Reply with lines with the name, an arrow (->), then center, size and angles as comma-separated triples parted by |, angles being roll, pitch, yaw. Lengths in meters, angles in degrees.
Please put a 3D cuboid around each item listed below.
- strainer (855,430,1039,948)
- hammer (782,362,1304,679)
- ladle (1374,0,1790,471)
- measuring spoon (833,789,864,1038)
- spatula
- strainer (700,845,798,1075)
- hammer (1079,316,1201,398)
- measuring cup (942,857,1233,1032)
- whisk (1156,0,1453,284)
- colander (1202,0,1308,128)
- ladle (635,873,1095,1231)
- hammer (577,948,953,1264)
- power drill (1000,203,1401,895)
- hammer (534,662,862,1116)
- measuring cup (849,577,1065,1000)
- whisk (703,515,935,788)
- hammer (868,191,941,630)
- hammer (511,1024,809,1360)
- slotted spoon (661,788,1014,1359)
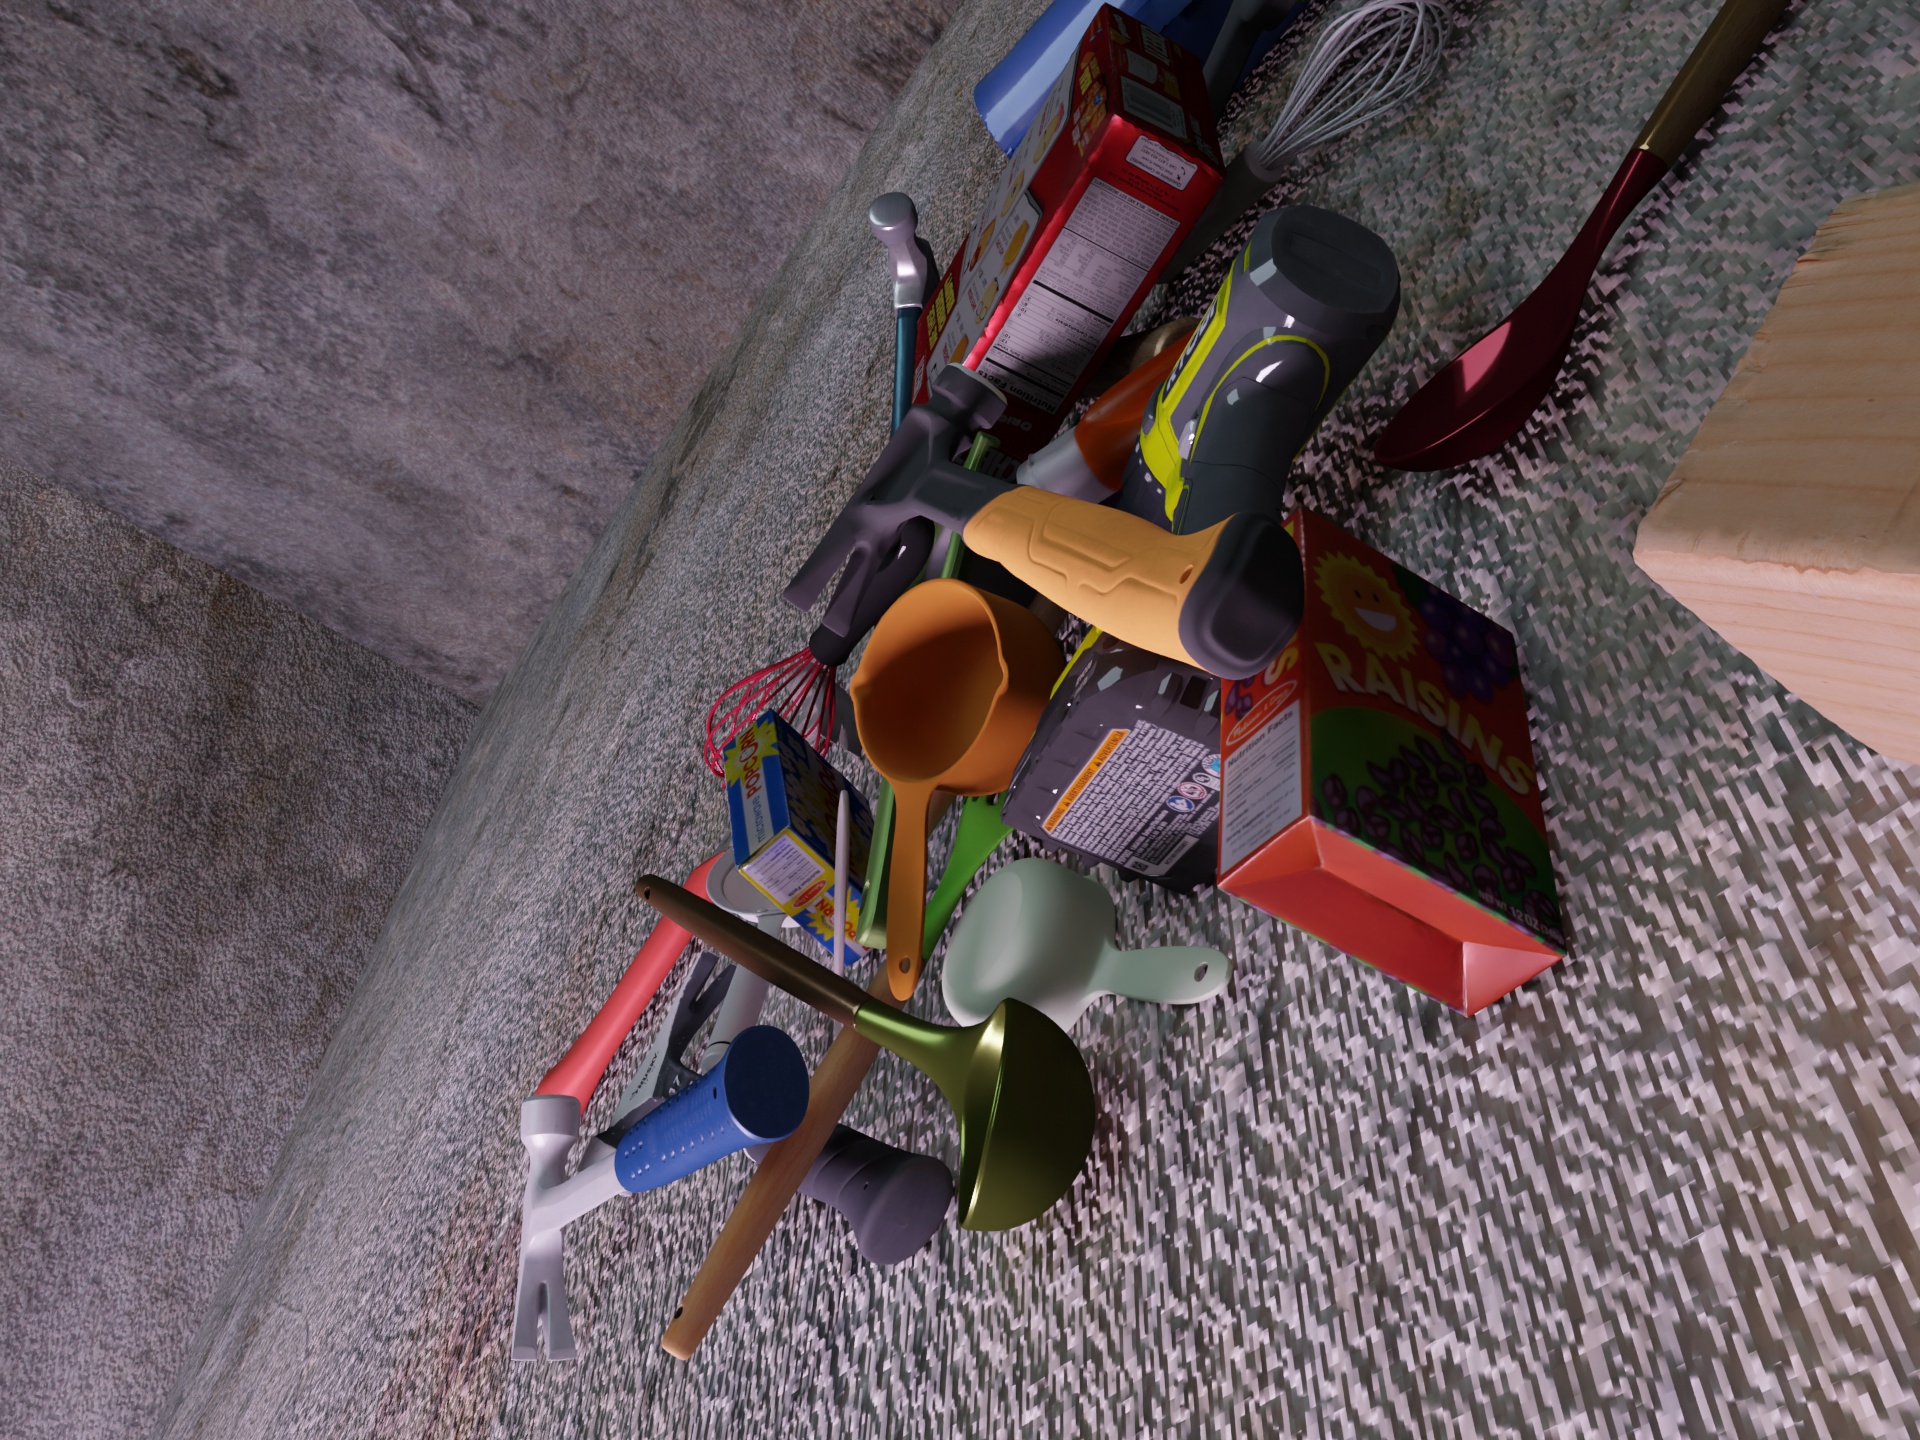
strainer -> -0.001, -0.002, 0.776 | 0.151, 0.069, 0.257 | 123, 159, -56
hammer -> 0.018, -0.060, 0.549 | 0.127, 0.034, 0.337 | -55, 22, 1
ladle -> 0.244, -0.210, 0.533 | 0.315, 0.031, 0.069 | -56, 16, 5
measuring spoon -> -0.050, 0.095, 0.757 | 0.034, 0.018, 0.124 | -167, 77, -78
spatula -> 0.056, -0.074, 0.757 | 0.316, 0.018, 0.060 | -58, 18, -23
strainer -> -0.104, 0.119, 0.838 | 0.259, 0.087, 0.050 | -79, -18, -66
hammer -> 0.069, -0.203, 0.921 | 0.130, 0.031, 0.331 | -59, 17, -1
measuring cup -> 0.041, 0.085, 0.584 | 0.167, 0.038, 0.083 | -17, 46, 66
whisk -> 0.163, -0.296, 0.830 | 0.246, 0.059, 0.058 | -32, 60, 60
colander -> 0.197, -0.382, 0.833 | 0.396, 0.094, 0.205 | 116, 171, -53
ladle -> -0.062, 0.110, 0.638 | 0.320, 0.062, 0.078 | 18, 97, 50
hammer -> -0.100, 0.195, 0.783 | 0.409, 0.036, 0.149 | -10, 51, 64
power drill -> 0.087, -0.056, 0.603 | 0.190, 0.080, 0.229 | 120, 170, -57
hammer -> -0.180, 0.128, 1.071 | 0.359, 0.036, 0.149 | -56, 20, 10
measuring cup -> -0.001, 0.030, 0.664 | 0.095, 0.052, 0.174 | -3, 79, 46
whisk -> -0.078, -0.030, 0.871 | 0.295, 0.073, 0.073 | -48, 21, 52
hammer -> -0.035, -0.149, 0.970 | 0.128, 0.033, 0.331 | 59, -149, -64
hammer -> -0.156, 0.216, 0.748 | 0.405, 0.035, 0.144 | 138, 134, -55
slotted spoon -> -0.033, 0.120, 0.667 | 0.314, 0.031, 0.070 | -58, 19, -18
